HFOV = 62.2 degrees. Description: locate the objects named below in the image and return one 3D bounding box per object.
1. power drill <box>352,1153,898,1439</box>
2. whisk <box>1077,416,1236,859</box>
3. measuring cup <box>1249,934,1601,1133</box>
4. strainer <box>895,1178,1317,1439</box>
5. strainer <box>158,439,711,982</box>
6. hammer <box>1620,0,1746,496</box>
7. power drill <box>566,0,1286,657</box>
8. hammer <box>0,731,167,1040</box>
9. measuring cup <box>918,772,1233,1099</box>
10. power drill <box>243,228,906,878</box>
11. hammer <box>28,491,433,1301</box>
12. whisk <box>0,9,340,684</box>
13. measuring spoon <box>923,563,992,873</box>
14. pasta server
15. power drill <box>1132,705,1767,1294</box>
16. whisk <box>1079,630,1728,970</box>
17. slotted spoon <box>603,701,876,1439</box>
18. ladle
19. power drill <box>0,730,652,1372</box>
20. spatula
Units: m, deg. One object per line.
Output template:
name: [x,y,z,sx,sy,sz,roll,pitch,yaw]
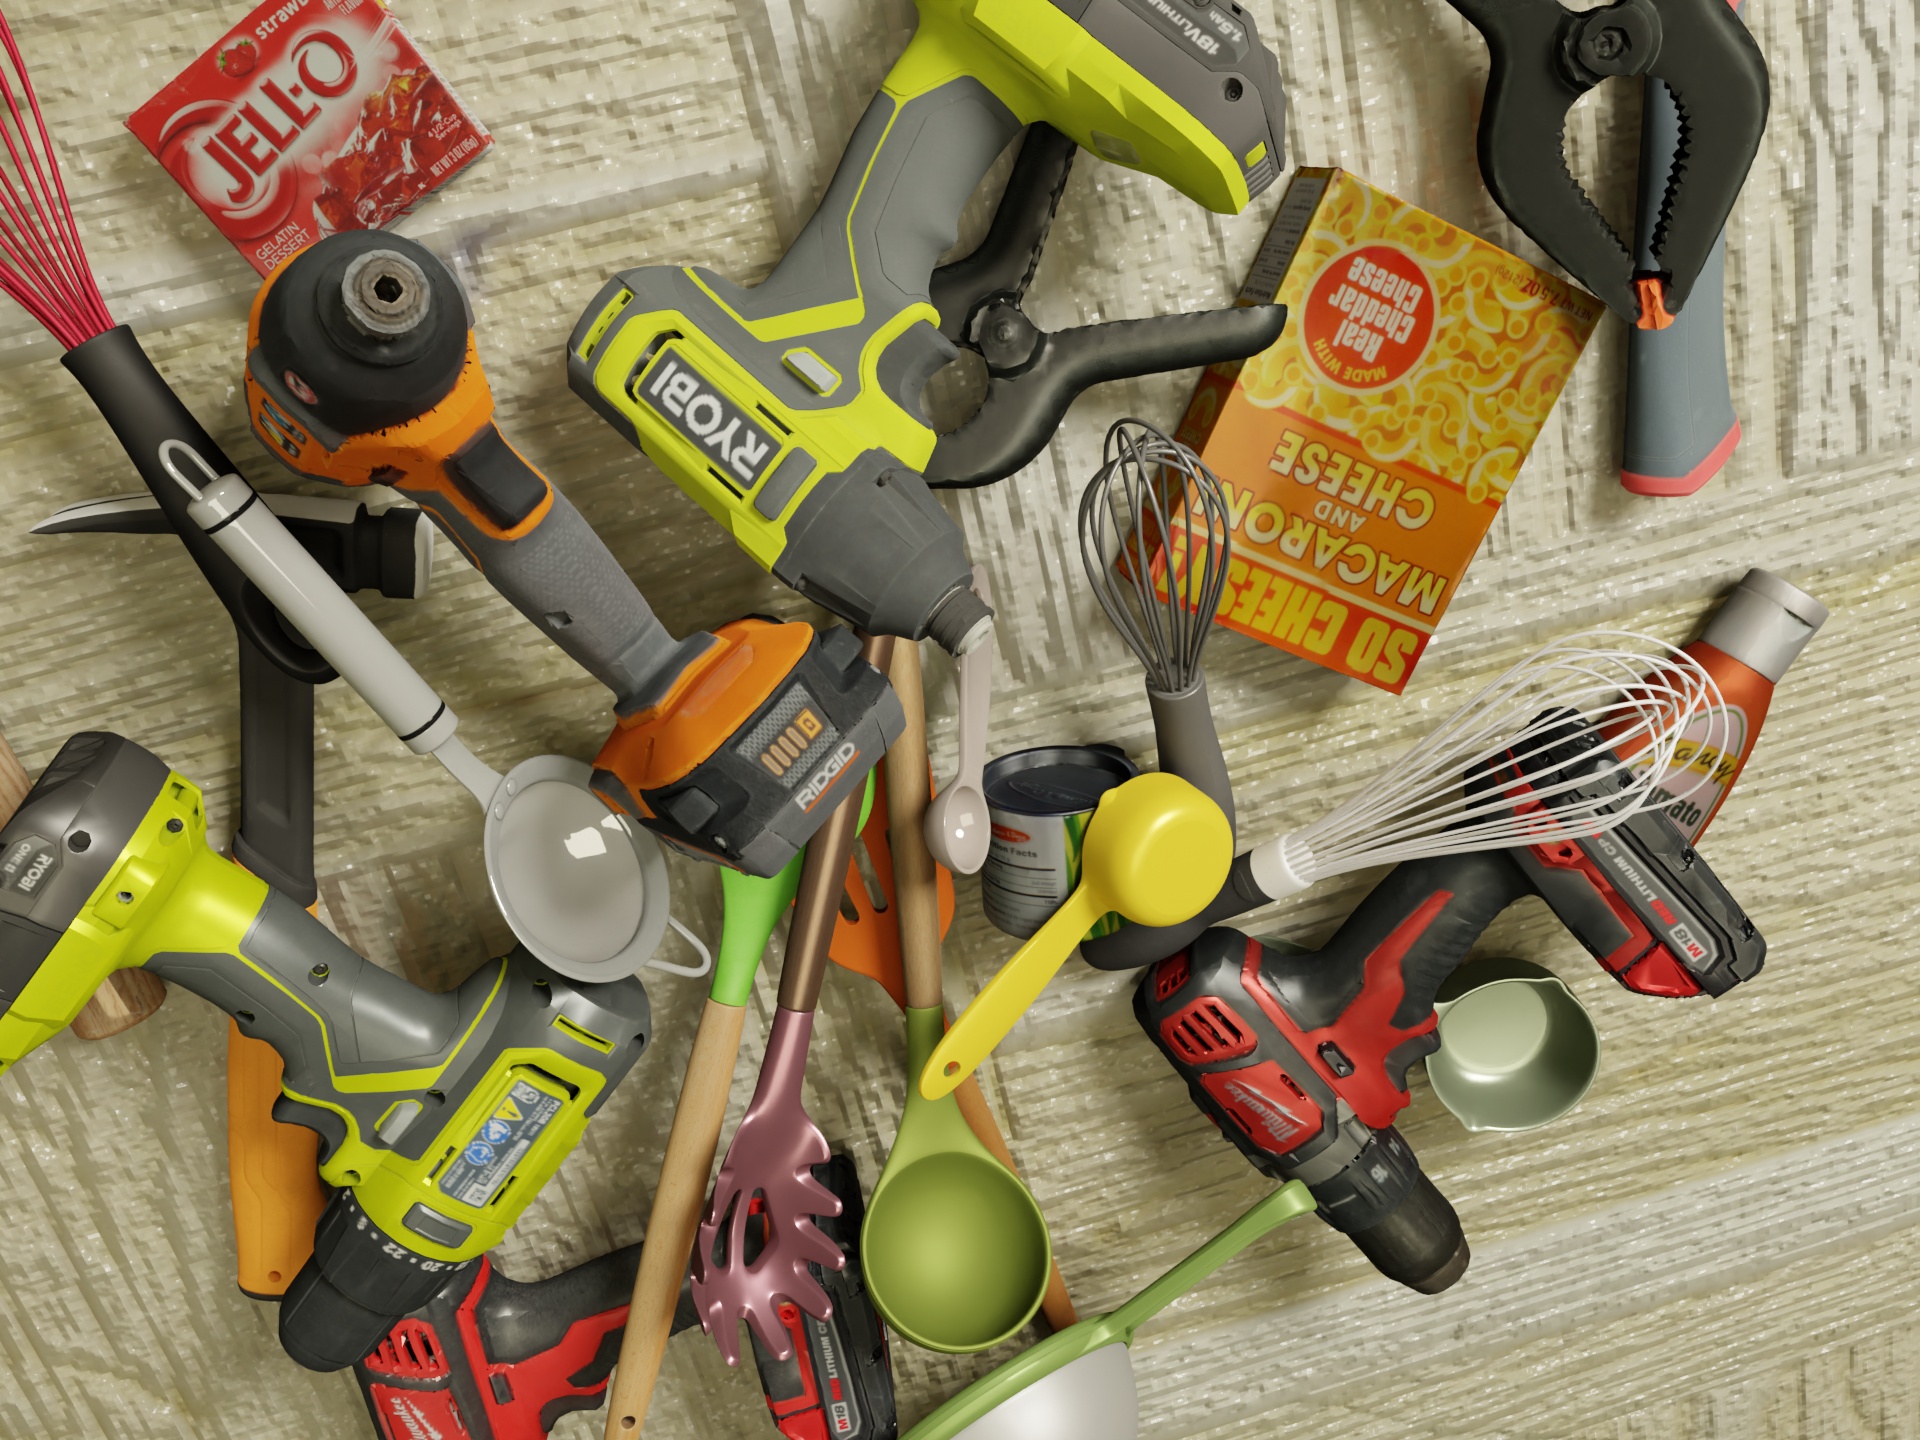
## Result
power drill: [-0.143,0.274,0.686,0.219,0.079,0.143,-10,110,-3]
whisk: [0.084,-0.014,0.600,0.055,0.055,0.238,-21,135,-2]
measuring cup: [0.204,0.127,0.720,0.167,0.038,0.083,22,106,0]
strainer: [0.065,0.295,0.679,0.256,0.069,0.151,-43,151,16]
strainer: [-0.178,0.008,0.545,0.050,0.087,0.258,-18,124,25]
hammer: [0.252,-0.271,0.573,0.143,0.038,0.386,-8,111,-6]
power drill: [-0.004,-0.145,0.520,0.171,0.080,0.223,42,102,11]
hammer: [-0.372,-0.029,0.553,0.130,0.031,0.331,-21,113,-2]
measuring cup: [0.044,0.086,0.594,0.156,0.029,0.062,-47,124,-10]
power drill: [-0.125,-0.052,0.497,0.226,0.164,0.084,46,72,-17]
hammer: [-0.271,0.078,0.610,0.127,0.034,0.336,3,110,-12]
whisk: [-0.284,-0.136,0.499,0.073,0.073,0.295,-30,108,1]
measuring spoon: [-0.001,-0.002,0.608,0.018,0.124,0.034,-7,159,29]
pasta server: [-0.052,0.084,0.596,0.060,0.040,0.316,8,97,-35]
power drill: [0.210,0.124,0.661,0.226,0.080,0.188,-39,96,18]
whisk: [0.146,0.043,0.599,0.070,0.070,0.284,40,133,-21]
slotted spoon: [-0.095,0.135,0.621,0.070,0.031,0.314,14,92,-15]
ladle: [-0.012,0.087,0.616,0.078,0.062,0.320,-6,97,-21]
power drill: [-0.253,0.127,0.571,0.228,0.080,0.190,36,97,-24]
spatula: [0.001,0.161,0.698,0.081,0.041,0.322,-22,117,-3]
